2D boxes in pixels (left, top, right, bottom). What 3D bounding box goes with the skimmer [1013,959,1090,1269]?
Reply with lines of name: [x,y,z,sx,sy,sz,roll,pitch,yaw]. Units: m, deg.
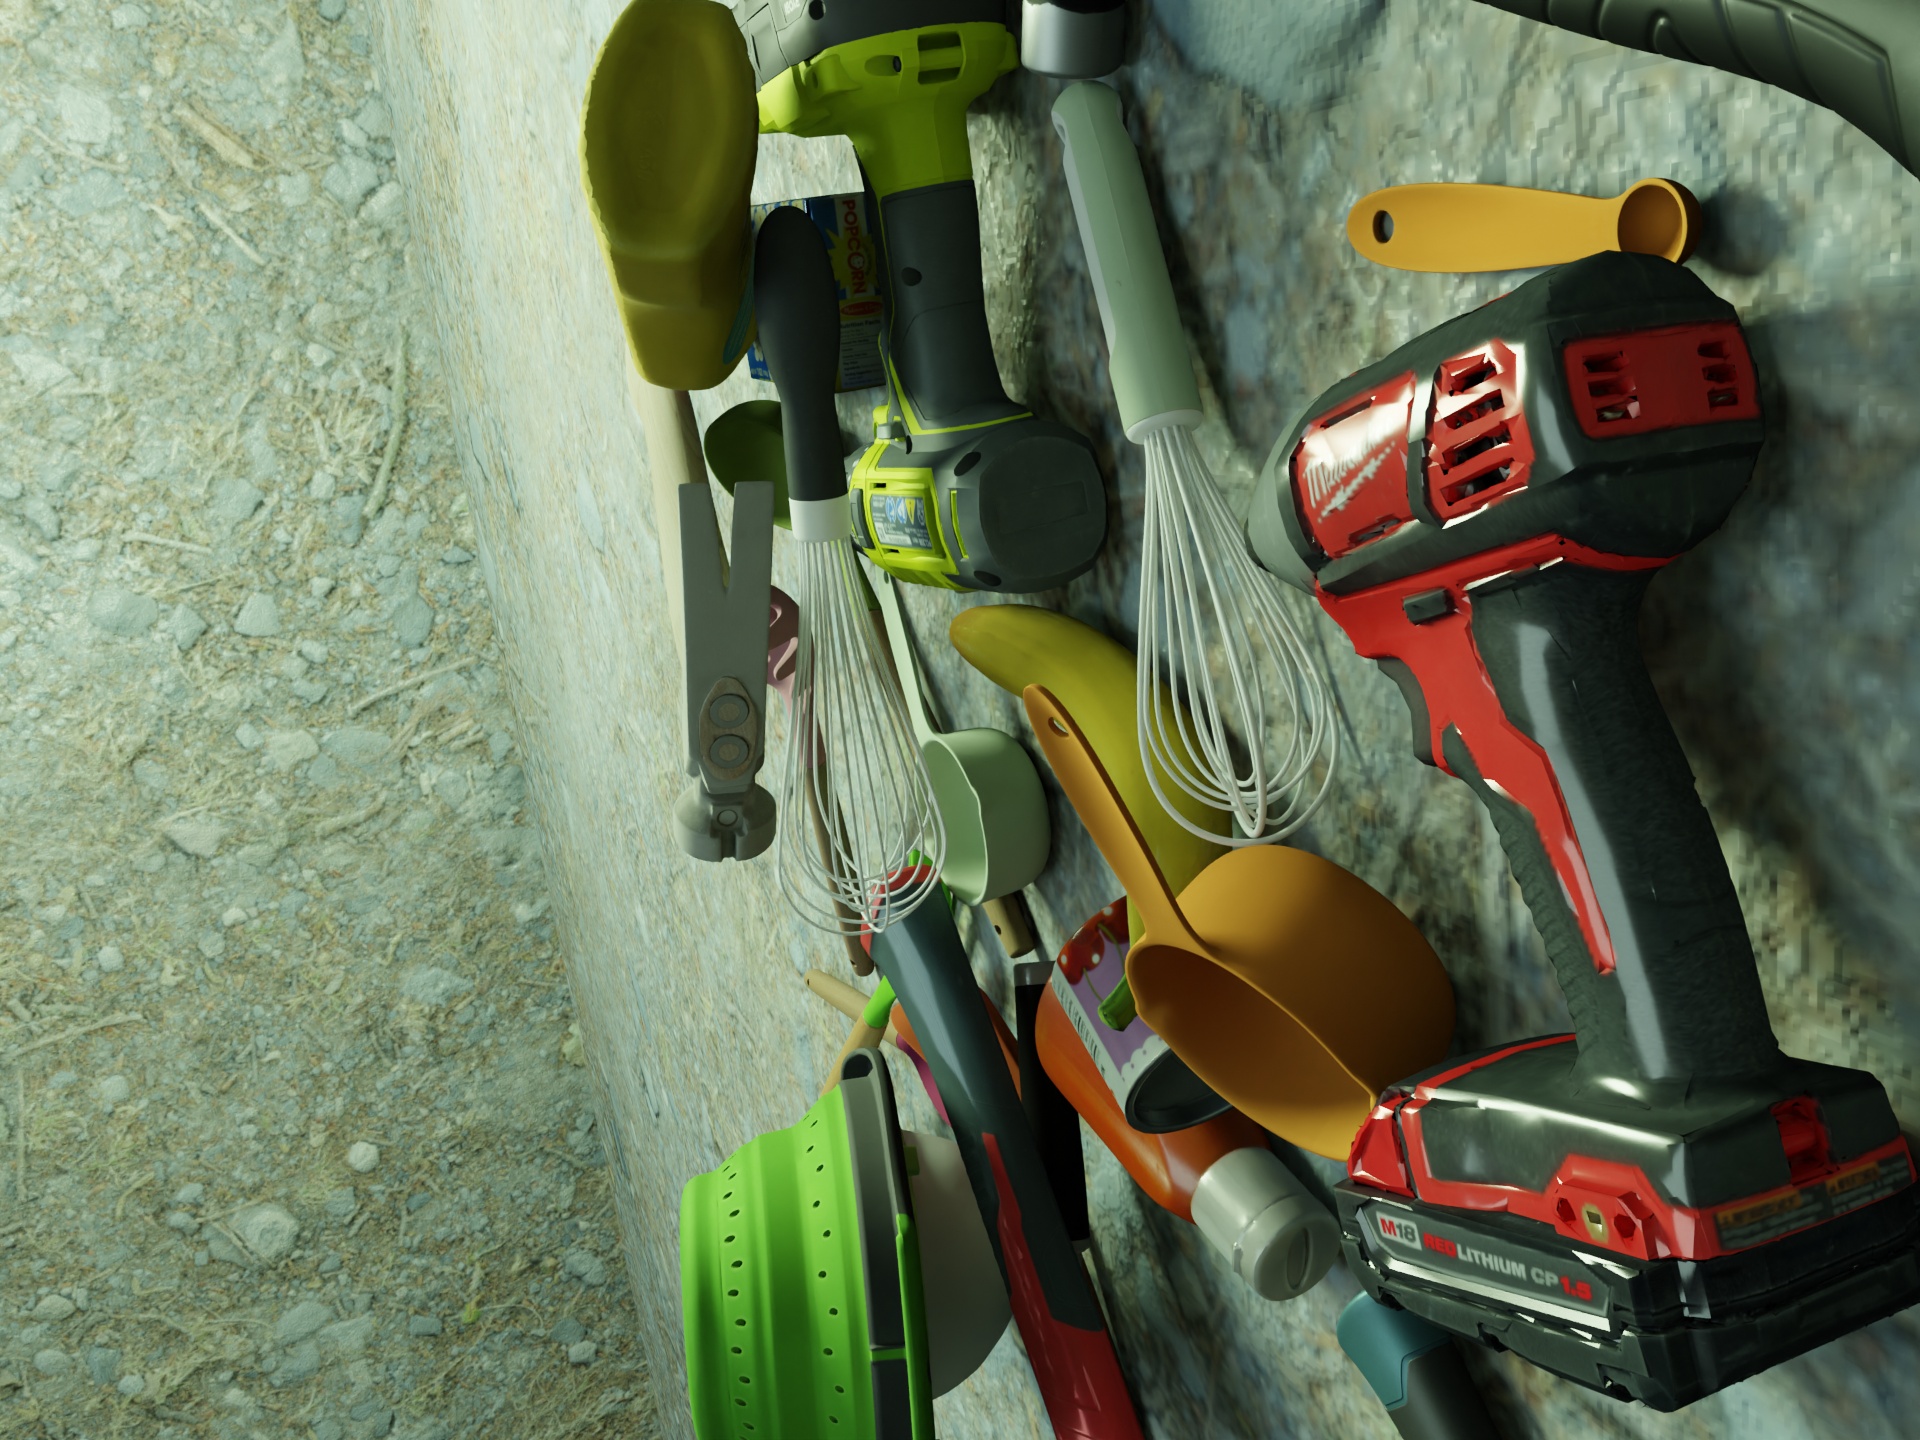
skimmer: [0.053,0.290,0.704,0.090,0.127,0.363,41,-137,-78]

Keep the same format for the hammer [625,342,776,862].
hammer: [-0.125,-0.114,0.716,0.411,0.038,0.146,-114,24,-55]

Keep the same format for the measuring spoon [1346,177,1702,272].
measuring spoon: [0.125,-0.113,0.365,0.117,0.011,0.021,-142,42,-63]

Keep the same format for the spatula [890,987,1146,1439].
spatula: [0.050,0.276,0.739,0.081,0.041,0.323,-30,75,51]

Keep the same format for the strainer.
strainer: [-0.011,0.280,0.879,0.256,0.069,0.151,174,91,-84]

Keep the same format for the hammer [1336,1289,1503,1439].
hammer: [0.189,0.313,0.425,0.128,0.033,0.331,110,141,-56]

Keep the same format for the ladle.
ladle: [-0.046,-0.026,0.779,0.320,0.062,0.078,65,159,21]

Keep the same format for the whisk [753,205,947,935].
whisk: [-0.050,-0.046,0.602,0.070,0.070,0.284,-146,47,-60]

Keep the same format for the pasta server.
pasta server: [-0.081,0.044,0.861,0.060,0.040,0.315,35,148,36]

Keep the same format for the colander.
colander: [-0.081,0.255,0.764,0.397,0.094,0.204,149,117,-81]

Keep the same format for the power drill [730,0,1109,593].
power drill: [-0.026,-0.163,0.618,0.191,0.080,0.228,19,123,64]

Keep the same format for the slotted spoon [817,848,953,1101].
slotted spoon: [-0.054,0.178,0.900,0.313,0.031,0.070,114,159,-45]

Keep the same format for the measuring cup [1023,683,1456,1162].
measuring cup: [0.076,0.045,0.440,0.095,0.052,0.173,6,134,57]

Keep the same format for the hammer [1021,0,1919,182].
hammer: [0.100,-0.185,0.346,0.335,0.035,0.146,-129,32,-47]

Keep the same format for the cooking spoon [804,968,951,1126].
cooking spoon: [-0.039,0.181,0.937,0.319,0.017,0.069,-174,76,-67]

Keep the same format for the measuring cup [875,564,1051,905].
measuring cup: [-0.001,-0.002,0.707,0.083,0.038,0.168,136,120,-66]

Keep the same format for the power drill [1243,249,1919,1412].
power drill: [0.124,0.022,0.360,0.143,0.078,0.220,164,95,-68]

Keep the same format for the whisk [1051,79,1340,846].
whisk: [0.064,-0.082,0.487,0.057,0.059,0.246,39,-142,-79]

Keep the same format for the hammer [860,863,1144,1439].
hammer: [0.049,0.232,0.631,0.143,0.038,0.387,-33,67,31]
